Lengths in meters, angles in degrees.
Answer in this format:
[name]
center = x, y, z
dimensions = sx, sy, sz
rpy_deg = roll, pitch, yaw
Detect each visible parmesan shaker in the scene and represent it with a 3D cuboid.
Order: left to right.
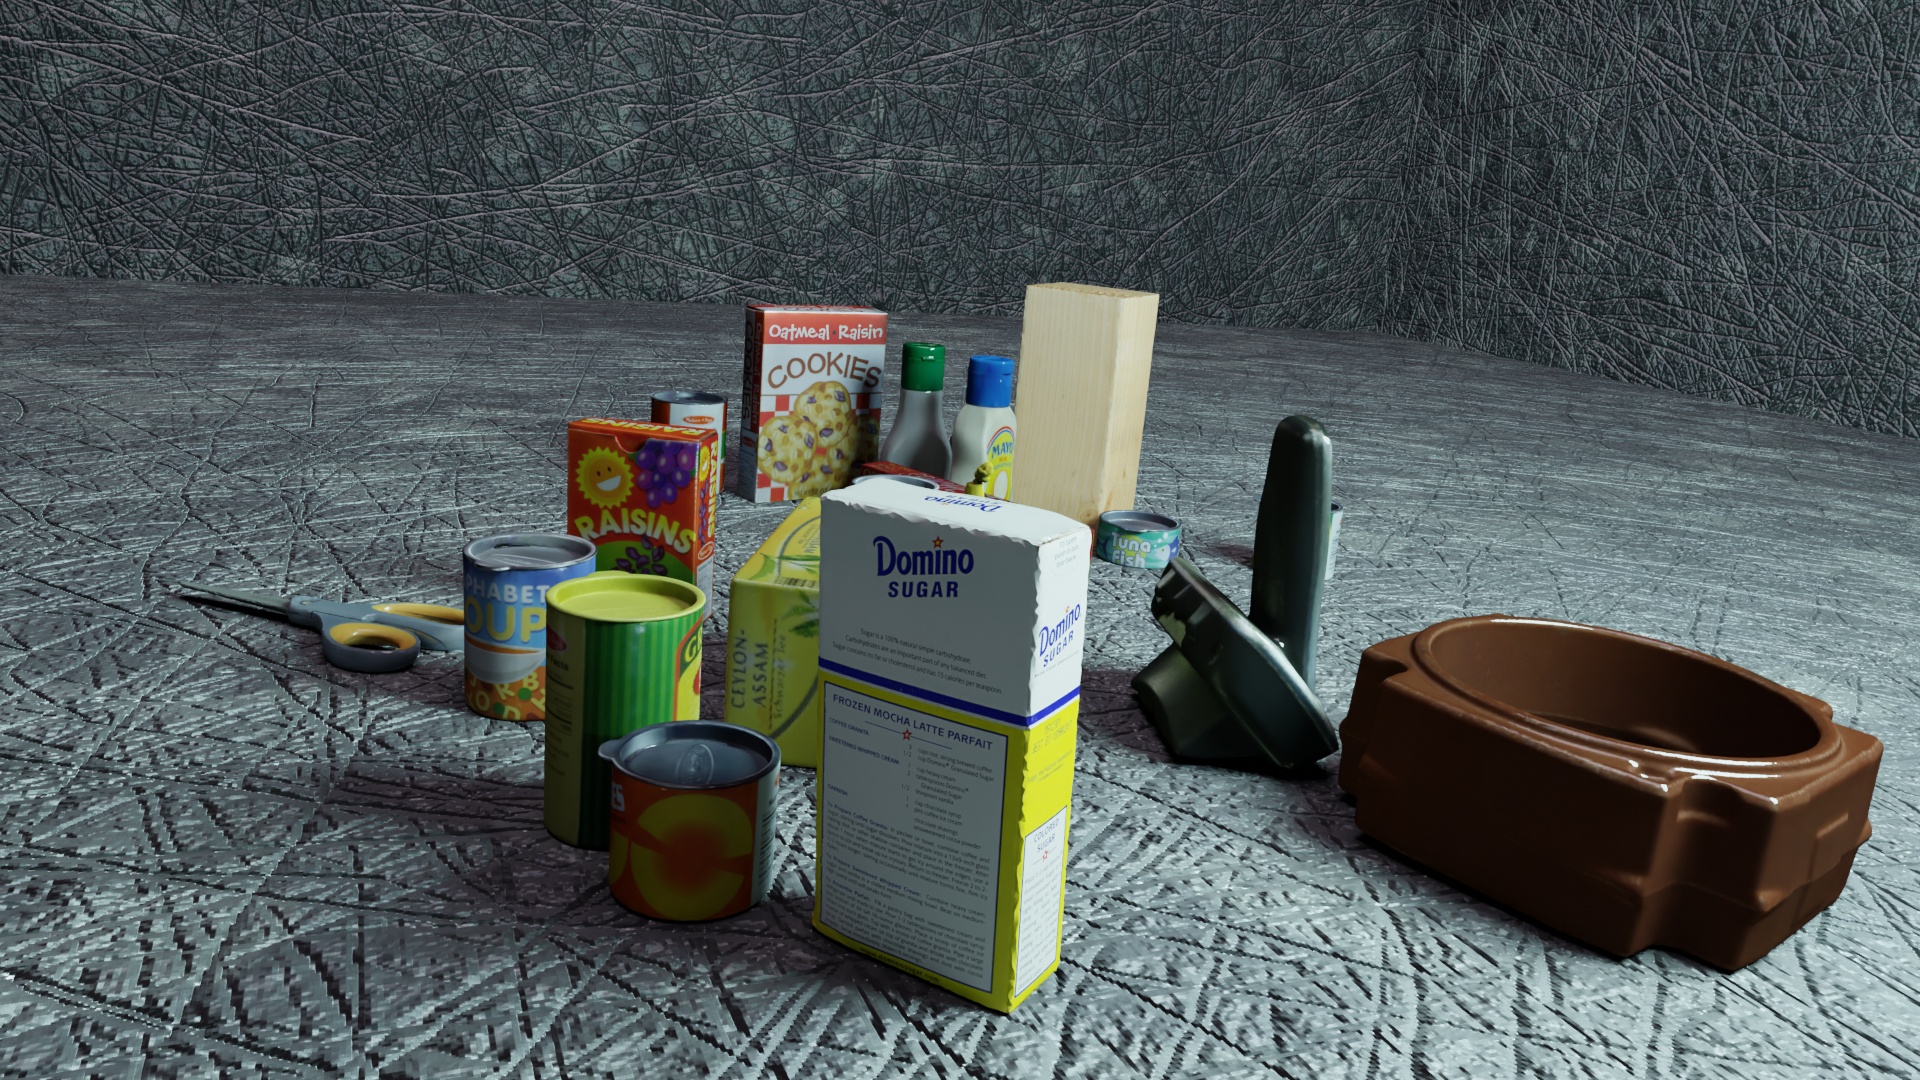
[parmesan shaker]
center = -0.147, 0.072, 0.603
dimensions = 0.071, 0.102, 0.071
rpy_deg = 5, 14, -1

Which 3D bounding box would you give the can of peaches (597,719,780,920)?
[can of peaches]
center = -0.109, 0.111, 0.555
dimensions = 0.071, 0.058, 0.071
rpy_deg = 5, 14, -1

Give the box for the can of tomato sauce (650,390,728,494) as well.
[can of tomato sauce]
center = -0.239, -0.086, 1.218
dimensions = 0.071, 0.083, 0.071
rpy_deg = 5, 14, -1

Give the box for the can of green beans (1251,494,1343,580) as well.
[can of green beans]
center = 0.270, -0.003, 1.115
dimensions = 0.071, 0.057, 0.071
rpy_deg = 5, 14, -1

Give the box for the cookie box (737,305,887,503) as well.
[cookie box]
center = -0.131, -0.122, 1.226
dimensions = 0.123, 0.167, 0.040
rpy_deg = -5, 17, -35

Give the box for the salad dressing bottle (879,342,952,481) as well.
[salad dressing bottle]
center = -0.036, -0.095, 1.190
dimensions = 0.064, 0.147, 0.044
rpy_deg = 1, 15, -15

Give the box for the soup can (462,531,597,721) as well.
[soup can]
center = -0.226, 0.044, 0.722
dimensions = 0.071, 0.083, 0.071
rpy_deg = 5, 14, -1

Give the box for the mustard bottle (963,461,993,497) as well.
[mustard bottle]
center = 0.001, 0.040, 0.660
dimensions = 0.049, 0.159, 0.065
rpy_deg = 2, 14, -12

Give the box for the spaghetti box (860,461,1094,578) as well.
[spaghetti box]
center = 0.004, -0.014, 1.085
dimensions = 0.029, 0.050, 0.250
rpy_deg = -8, 19, -41

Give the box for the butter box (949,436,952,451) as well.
[butter box]
center = 0.003, -0.059, 1.251
dimensions = 0.024, 0.053, 0.104
rpy_deg = 4, 14, -5

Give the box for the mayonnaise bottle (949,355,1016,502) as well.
[mayonnaise bottle]
center = 0.019, -0.075, 1.130
dimensions = 0.041, 0.147, 0.065
rpy_deg = 14, 17, 33

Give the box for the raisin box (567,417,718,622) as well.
[raisin box]
center = -0.199, -0.011, 0.863
dimensions = 0.086, 0.123, 0.040
rpy_deg = 7, 14, 8

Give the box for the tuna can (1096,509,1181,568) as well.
[tuna can]
center = 0.142, -0.001, 1.115
dimensions = 0.071, 0.032, 0.071
rpy_deg = 5, 14, -1

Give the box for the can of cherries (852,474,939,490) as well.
[can of cherries]
center = -0.051, -0.015, 1.055
dimensions = 0.071, 0.058, 0.072
rpy_deg = 5, 14, -1
